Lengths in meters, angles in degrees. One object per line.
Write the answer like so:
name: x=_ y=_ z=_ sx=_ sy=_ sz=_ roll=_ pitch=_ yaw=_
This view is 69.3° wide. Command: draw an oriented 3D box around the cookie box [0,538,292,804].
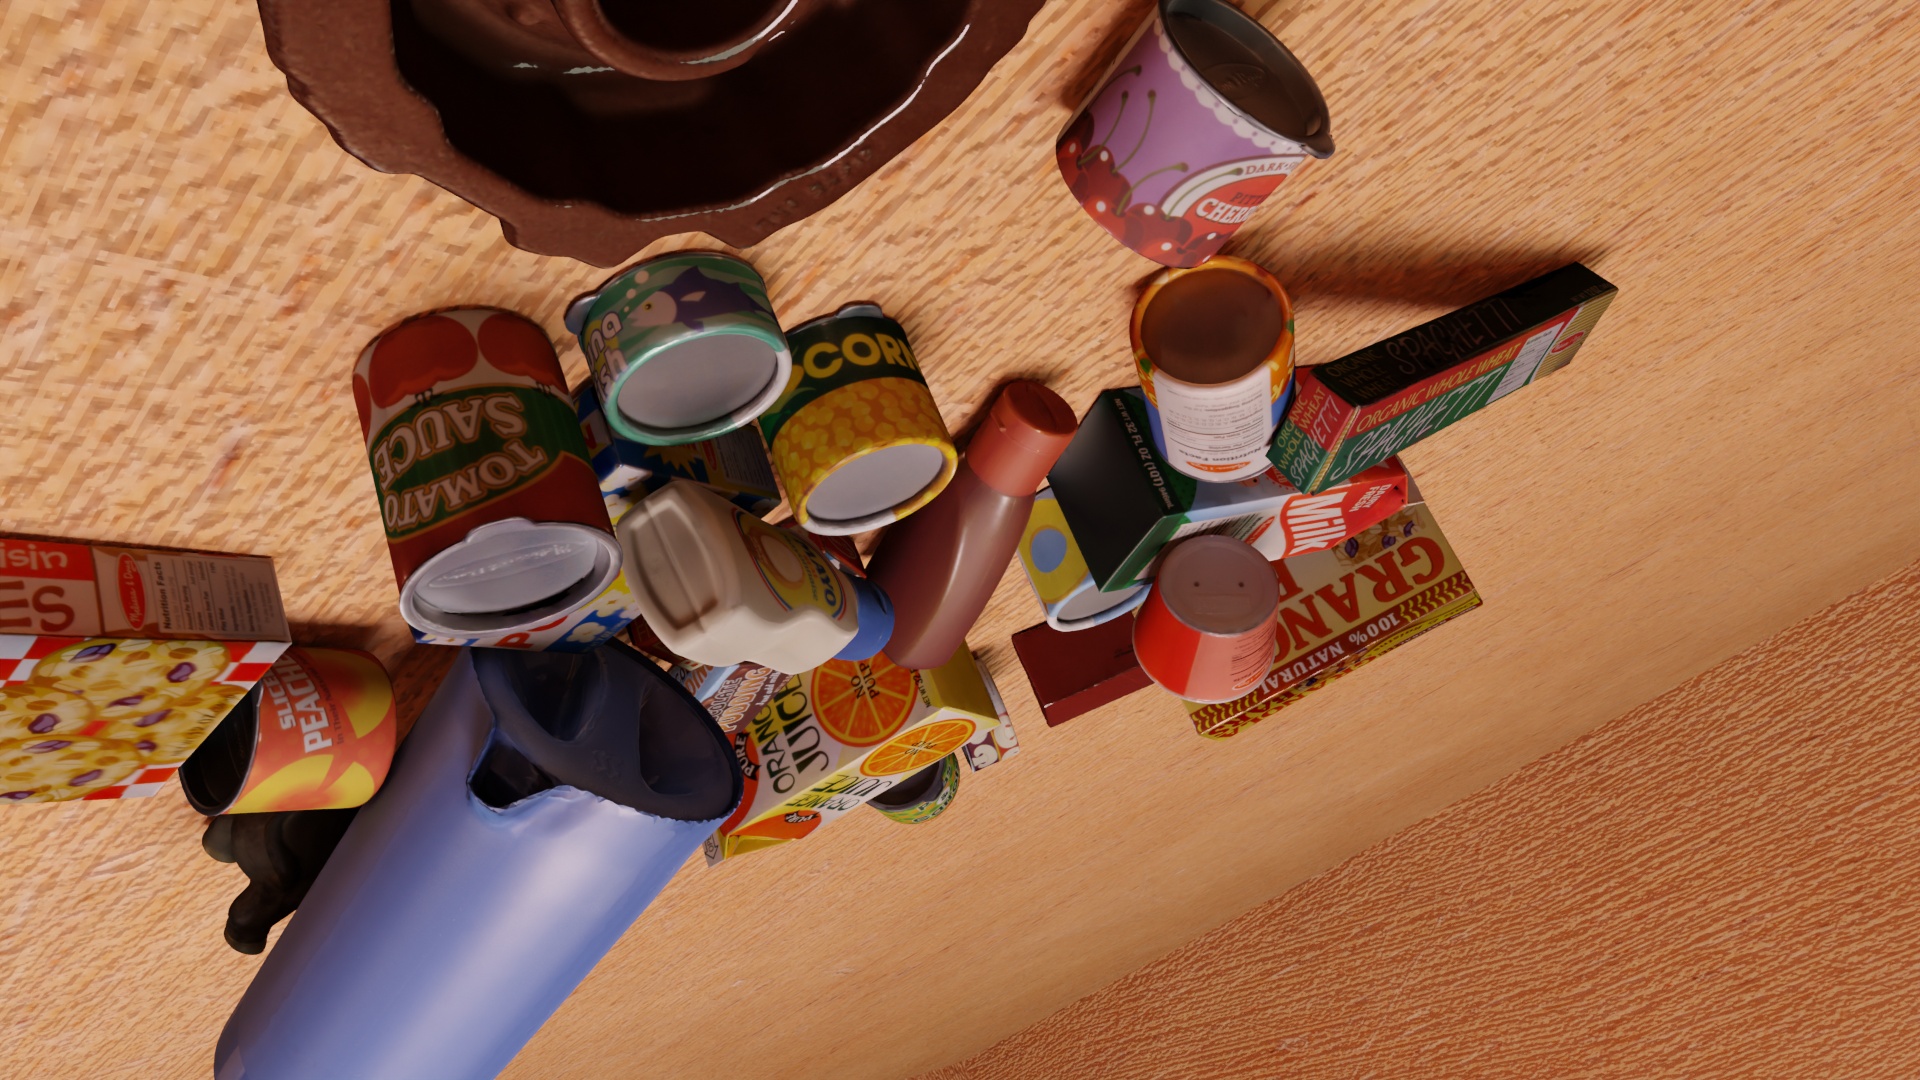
cookie box: x=-0.338 y=0.046 z=0.465 sx=0.122 sy=0.040 sz=0.167 roll=-38 pitch=153 yaw=29

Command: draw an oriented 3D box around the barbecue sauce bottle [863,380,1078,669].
barbecue sauce bottle: x=0.002 y=-0.008 z=0.636 sx=0.044 sy=0.065 sz=0.147 roll=2 pitch=137 yaw=-34

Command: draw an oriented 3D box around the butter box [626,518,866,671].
butter box: x=-0.100 y=0.025 z=0.653 sx=0.103 sy=0.024 sz=0.053 roll=-27 pitch=156 yaw=8

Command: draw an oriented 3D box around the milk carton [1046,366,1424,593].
milk carton: x=0.148 y=-0.035 z=0.696 sx=0.191 sy=0.072 sz=0.073 roll=-9 pitch=152 yaw=-28

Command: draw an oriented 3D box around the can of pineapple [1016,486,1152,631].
can of pineapple: x=0.066 y=0.006 z=0.722 sx=0.071 sy=0.058 sz=0.070 roll=-19 pitch=155 yaw=-9

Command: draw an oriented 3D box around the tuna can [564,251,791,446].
tuna can: x=-0.094 y=-0.063 z=0.466 sx=0.071 sy=0.033 sz=0.070 roll=-20 pitch=156 yaw=-9

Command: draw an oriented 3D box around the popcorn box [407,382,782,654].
popcorn box: x=-0.144 y=-0.003 z=0.538 sx=0.126 sy=0.038 sz=0.085 roll=-36 pitch=154 yaw=25

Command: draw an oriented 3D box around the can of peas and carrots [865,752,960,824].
can of peas and carrots: x=-0.035 y=0.152 z=0.917 sx=0.071 sy=0.071 sz=0.058 roll=-24 pitch=157 yaw=1

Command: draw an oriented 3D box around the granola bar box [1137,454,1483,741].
granola bar box: x=0.184 y=0.020 z=0.776 sx=0.165 sy=0.124 sz=0.039 roll=-31 pitch=153 yaw=17

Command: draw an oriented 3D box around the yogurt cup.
yogurt cup: x=0.116 y=0.034 z=0.643 sx=0.072 sy=0.072 sz=0.053 roll=-18 pitch=147 yaw=-12

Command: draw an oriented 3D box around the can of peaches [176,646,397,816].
can of peaches: x=-0.266 y=0.073 z=0.552 sx=0.071 sy=0.071 sz=0.058 roll=-37 pitch=153 yaw=28

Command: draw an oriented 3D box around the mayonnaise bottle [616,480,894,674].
mayonnaise bottle: x=-0.071 y=0.021 z=0.534 sx=0.041 sy=0.065 sz=0.148 roll=-34 pitch=160 yaw=12

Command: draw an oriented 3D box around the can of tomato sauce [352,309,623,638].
can of tomato sauce: x=-0.151 y=-0.022 z=0.438 sx=0.071 sy=0.083 sz=0.071 roll=-19 pitch=155 yaw=-9

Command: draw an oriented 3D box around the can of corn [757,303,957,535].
can of corn: x=-0.040 y=-0.044 z=0.523 sx=0.071 sy=0.058 sz=0.071 roll=-20 pitch=156 yaw=-9

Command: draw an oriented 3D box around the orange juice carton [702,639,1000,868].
orange juice carton: x=-0.081 y=0.114 z=0.796 sx=0.192 sy=0.072 sz=0.073 roll=-32 pitch=154 yaw=18

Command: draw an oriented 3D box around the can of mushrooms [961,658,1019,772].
can of mushrooms: x=0.011 y=0.111 z=0.878 sx=0.033 sy=0.071 sz=0.070 roll=-22 pitch=156 yaw=-6

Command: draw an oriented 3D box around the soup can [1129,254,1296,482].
soup can: x=0.109 y=-0.074 z=0.590 sx=0.071 sy=0.071 sz=0.083 roll=-25 pitch=153 yaw=3

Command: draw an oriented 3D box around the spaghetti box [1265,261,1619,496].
spaghetti box: x=0.230 y=-0.081 z=0.644 sx=0.251 sy=0.029 sz=0.049 roll=-23 pitch=146 yaw=-39

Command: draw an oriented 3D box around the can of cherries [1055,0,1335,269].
can of cherries: x=0.074 y=-0.127 z=0.438 sx=0.071 sy=0.072 sz=0.058 roll=-2 pitch=148 yaw=-39

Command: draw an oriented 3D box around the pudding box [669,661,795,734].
pudding box: x=-0.121 y=0.071 z=0.722 sx=0.050 sy=0.030 sz=0.083 roll=0 pitch=147 yaw=-40
